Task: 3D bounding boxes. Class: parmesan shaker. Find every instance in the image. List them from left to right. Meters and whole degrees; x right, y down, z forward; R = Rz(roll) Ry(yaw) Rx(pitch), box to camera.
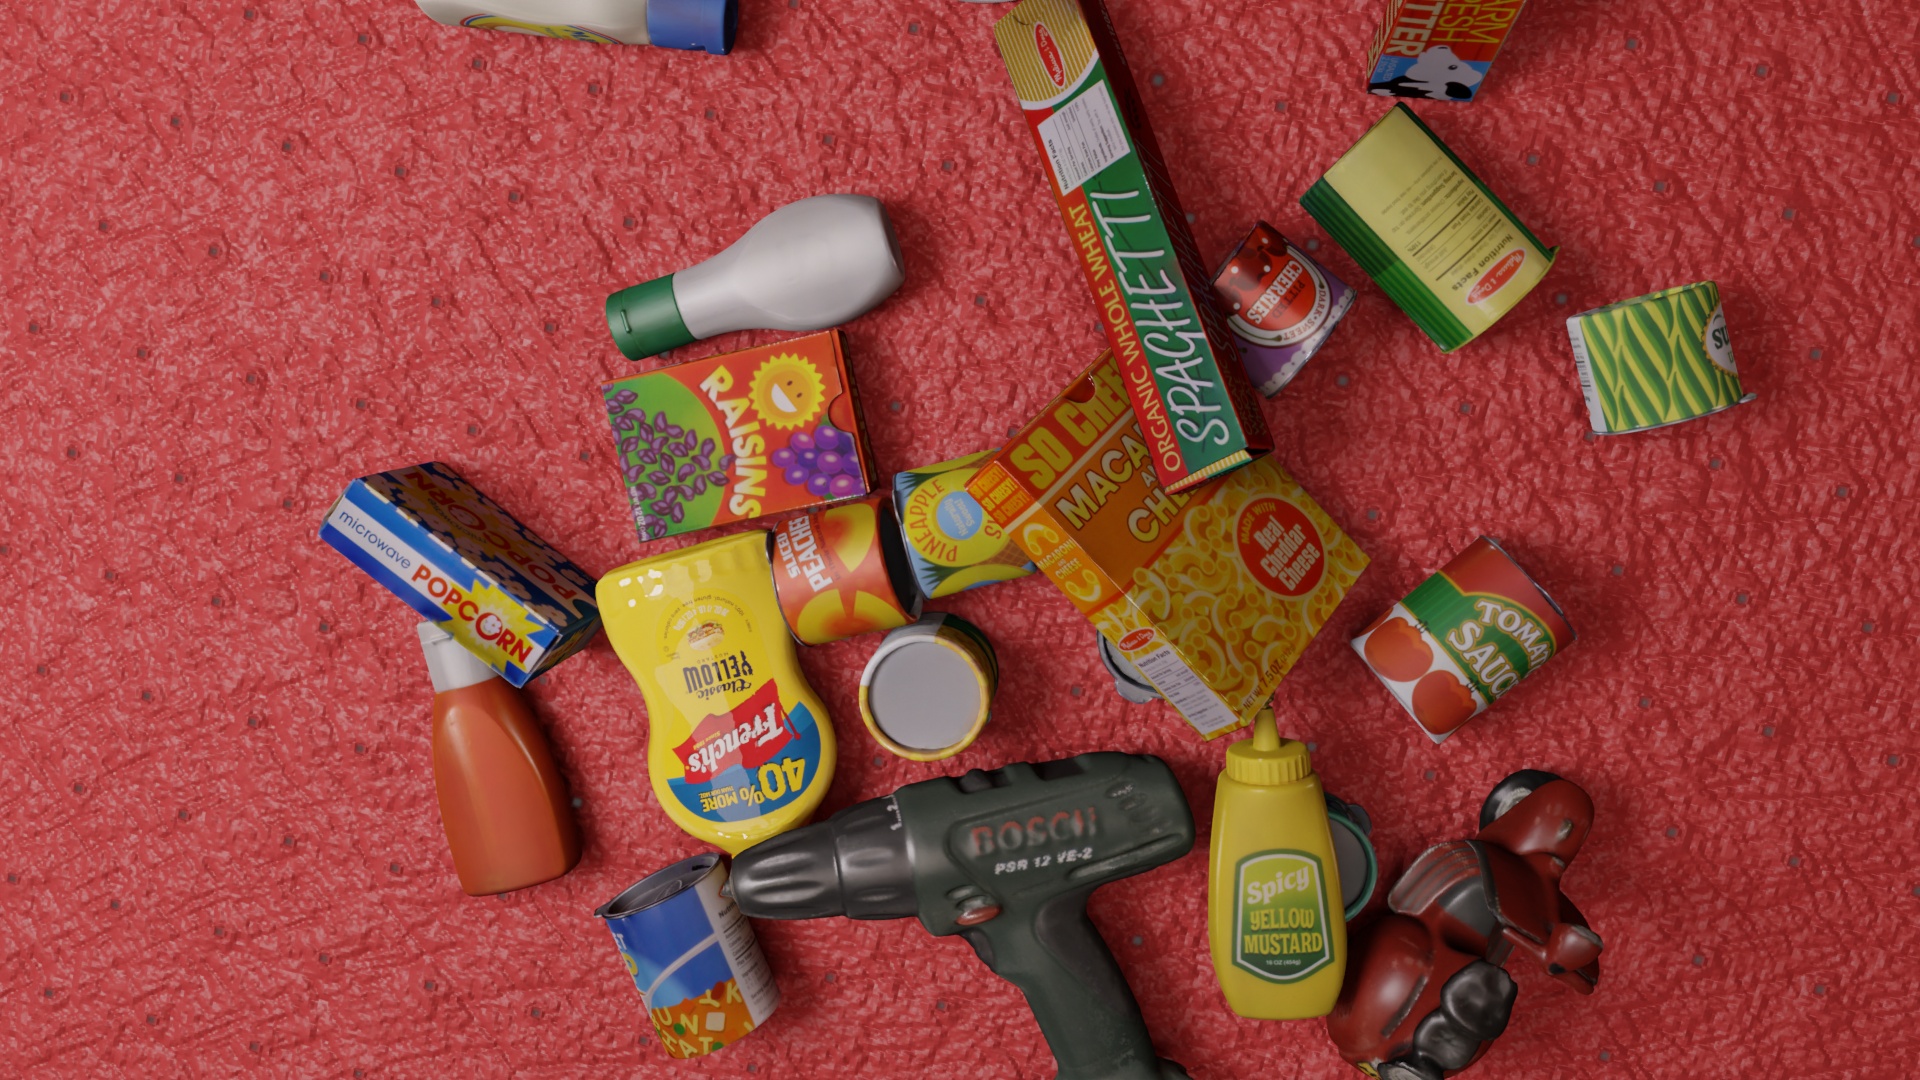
[{"bbox_3d":[0.221,-0.150,0.658,0.071,0.071,0.103,-44,91,8],"label":"parmesan shaker"}]

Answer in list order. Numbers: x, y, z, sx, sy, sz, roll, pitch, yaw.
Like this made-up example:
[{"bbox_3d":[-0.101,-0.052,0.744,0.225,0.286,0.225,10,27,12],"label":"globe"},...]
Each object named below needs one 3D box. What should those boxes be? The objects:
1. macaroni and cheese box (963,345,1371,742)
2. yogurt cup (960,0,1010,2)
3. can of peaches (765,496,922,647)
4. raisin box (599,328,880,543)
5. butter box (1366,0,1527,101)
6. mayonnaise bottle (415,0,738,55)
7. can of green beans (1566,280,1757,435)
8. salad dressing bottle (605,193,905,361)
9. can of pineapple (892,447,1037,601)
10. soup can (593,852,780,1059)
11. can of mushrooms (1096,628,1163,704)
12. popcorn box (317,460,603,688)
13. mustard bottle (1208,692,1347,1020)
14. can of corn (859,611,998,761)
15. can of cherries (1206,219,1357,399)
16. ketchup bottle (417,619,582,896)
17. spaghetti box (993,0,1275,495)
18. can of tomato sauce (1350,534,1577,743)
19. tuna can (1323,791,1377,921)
[{"bbox_3d":[0.102,-0.008,0.663,0.166,0.040,0.124,46,58,-2],"label":"macaroni and cheese box"},{"bbox_3d":[0.012,-0.295,0.660,0.072,0.072,0.054,-1,89,5],"label":"yogurt cup"},{"bbox_3d":[-0.057,0.014,0.693,0.058,0.071,0.071,-13,96,13],"label":"can of peaches"},{"bbox_3d":[-0.111,-0.054,0.709,0.123,0.040,0.086,-12,95,5],"label":"raisin box"},{"bbox_3d":[0.221,-0.238,0.629,0.053,0.103,0.024,5,77,5],"label":"butter box"},{"bbox_3d":[-0.186,-0.266,0.681,0.148,0.065,0.041,8,101,0],"label":"mayonnaise bottle"},{"bbox_3d":[0.327,-0.086,0.656,0.071,0.071,0.057,-15,95,6],"label":"can of green beans"},{"bbox_3d":[-0.104,-0.129,0.698,0.147,0.044,0.064,-16,95,7],"label":"salad dressing bottle"},{"bbox_3d":[0.002,-0.009,0.689,0.058,0.071,0.071,-15,95,6],"label":"can of pineapple"},{"bbox_3d":[-0.143,0.218,0.728,0.071,0.071,0.083,-22,95,7],"label":"soup can"},{"bbox_3d":[0.101,0.047,0.706,0.071,0.033,0.071,0,97,4],"label":"can of mushrooms"},{"bbox_3d":[-0.246,0.014,0.704,0.127,0.085,0.038,37,100,-1],"label":"popcorn box"},{"bbox_3d":[0.150,0.148,0.670,0.065,0.049,0.160,-5,96,4],"label":"mustard bottle"},{"bbox_3d":[-0.014,0.075,0.706,0.071,0.058,0.071,1,97,5],"label":"can of corn"},{"bbox_3d":[0.146,-0.112,0.665,0.058,0.071,0.071,38,98,0],"label":"can of cherries"},{"bbox_3d":[-0.250,0.110,0.737,0.065,0.043,0.148,-13,95,5],"label":"ketchup bottle"},{"bbox_3d":[0.078,-0.144,0.646,0.050,0.029,0.250,-27,76,37],"label":"spaghetti box"},{"bbox_3d":[0.244,0.049,0.676,0.083,0.071,0.071,-41,92,8],"label":"can of tomato sauce"},{"bbox_3d":[0.180,0.162,0.712,0.071,0.033,0.071,1,97,5],"label":"tuna can"}]
